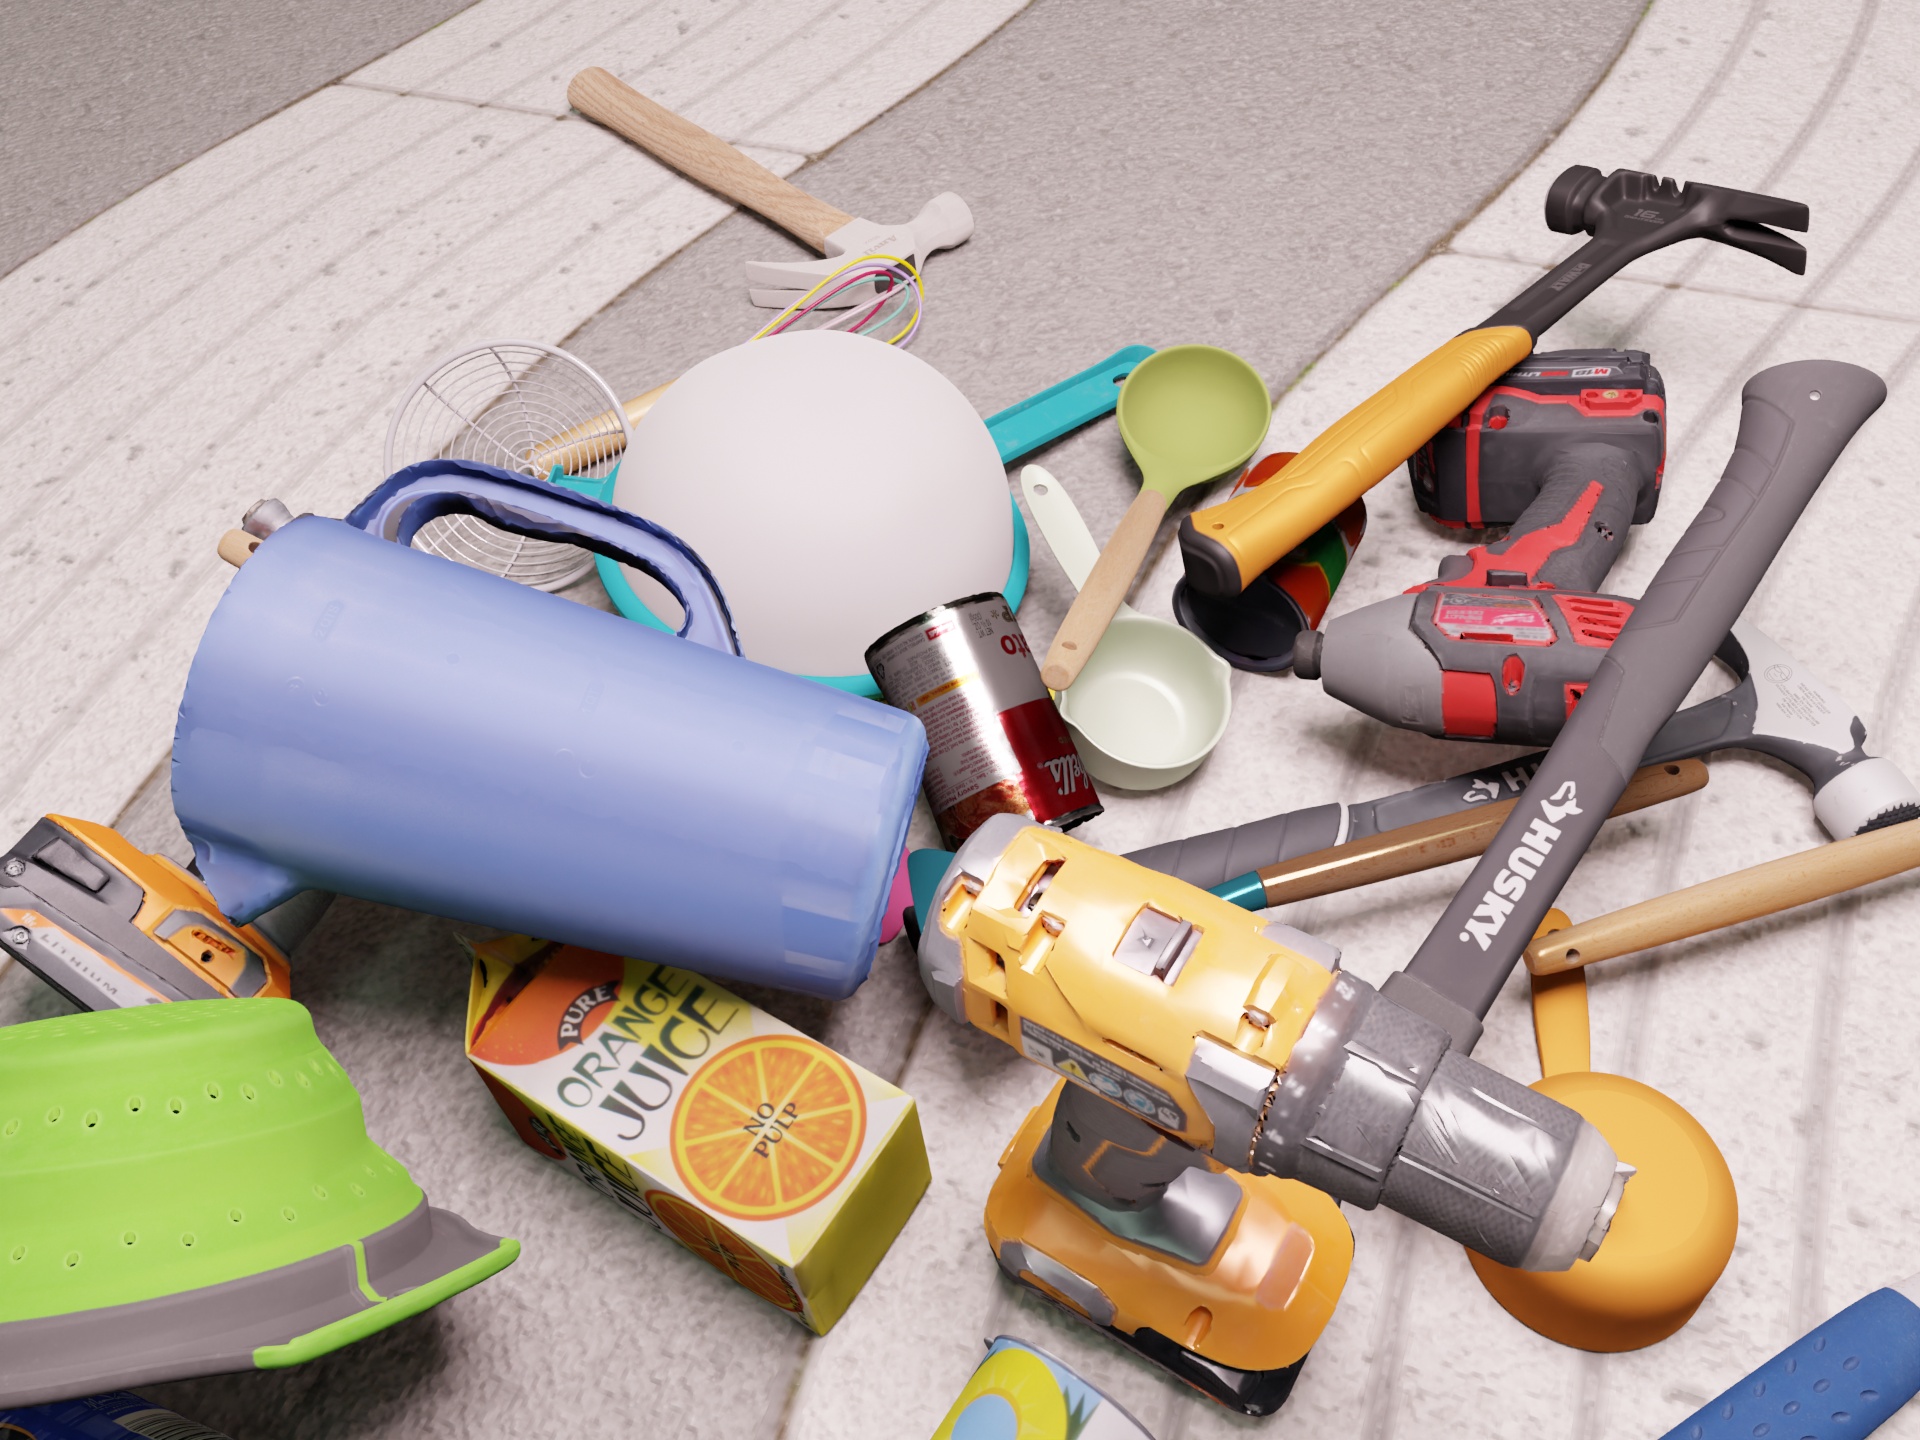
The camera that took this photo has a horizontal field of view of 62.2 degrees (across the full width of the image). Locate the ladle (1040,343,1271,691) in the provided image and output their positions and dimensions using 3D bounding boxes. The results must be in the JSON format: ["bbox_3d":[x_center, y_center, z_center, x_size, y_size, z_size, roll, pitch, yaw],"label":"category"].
[{"bbox_3d":[0.083,-0.098,0.708,0.078,0.062,0.320,17,31,10],"label":"ladle"}]

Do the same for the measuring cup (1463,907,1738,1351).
[{"bbox_3d":[0.227,0.133,0.576,0.095,0.052,0.174,3,54,9],"label":"measuring cup"}]

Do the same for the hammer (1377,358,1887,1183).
[{"bbox_3d":[0.236,0.006,0.564,0.146,0.035,0.335,31,78,25],"label":"hammer"}]

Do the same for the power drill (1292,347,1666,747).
[{"bbox_3d":[0.234,-0.075,0.698,0.143,0.078,0.220,4,43,24],"label":"power drill"}]

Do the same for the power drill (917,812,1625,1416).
[{"bbox_3d":[0.085,0.134,0.479,0.185,0.226,0.084,23,58,23],"label":"power drill"}]

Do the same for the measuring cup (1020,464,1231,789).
[{"bbox_3d":[0.061,-0.043,0.724,0.083,0.038,0.168,-16,64,-17],"label":"measuring cup"}]

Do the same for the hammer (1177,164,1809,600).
[{"bbox_3d":[0.228,-0.153,0.706,0.337,0.034,0.127,-37,43,-20],"label":"hammer"}]

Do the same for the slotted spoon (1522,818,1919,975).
[{"bbox_3d":[0.365,0.052,0.619,0.313,0.070,0.031,-15,10,-6],"label":"slotted spoon"}]

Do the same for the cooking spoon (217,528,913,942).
[{"bbox_3d":[-0.160,0.004,0.662,0.319,0.017,0.069,29,57,-7],"label":"cooking spoon"}]

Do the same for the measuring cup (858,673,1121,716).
[{"bbox_3d":[-0.001,-0.002,0.724,0.156,0.029,0.062,-17,52,-5],"label":"measuring cup"}]

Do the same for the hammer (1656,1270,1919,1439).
[{"bbox_3d":[0.328,0.197,0.525,0.405,0.035,0.144,-27,53,-15],"label":"hammer"}]

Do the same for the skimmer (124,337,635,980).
[{"bbox_3d":[-0.277,-0.027,0.737,0.127,0.090,0.363,31,58,-7],"label":"skimmer"}]

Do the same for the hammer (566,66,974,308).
[{"bbox_3d":[-0.150,-0.350,1.020,0.130,0.031,0.332,-38,57,-23],"label":"hammer"}]

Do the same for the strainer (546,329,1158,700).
[{"bbox_3d":[-0.017,-0.144,0.771,0.340,0.095,0.211,-31,61,-28],"label":"strainer"}]

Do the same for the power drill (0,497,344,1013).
[{"bbox_3d":[-0.289,0.021,0.663,0.164,0.084,0.226,43,62,-11],"label":"power drill"}]

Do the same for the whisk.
[{"bbox_3d":[-0.130,-0.197,0.886,0.245,0.047,0.051,-28,62,-11],"label":"whisk"}]

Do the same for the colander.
[{"bbox_3d":[-0.344,0.151,0.548,0.397,0.204,0.094,-6,87,22],"label":"colander"}]

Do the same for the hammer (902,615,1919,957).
[{"bbox_3d":[0.176,0.038,0.670,0.409,0.036,0.149,-15,50,-5],"label":"hammer"}]

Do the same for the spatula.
[{"bbox_3d":[0.141,0.053,0.612,0.317,0.044,0.082,-14,46,-4],"label":"spatula"}]
